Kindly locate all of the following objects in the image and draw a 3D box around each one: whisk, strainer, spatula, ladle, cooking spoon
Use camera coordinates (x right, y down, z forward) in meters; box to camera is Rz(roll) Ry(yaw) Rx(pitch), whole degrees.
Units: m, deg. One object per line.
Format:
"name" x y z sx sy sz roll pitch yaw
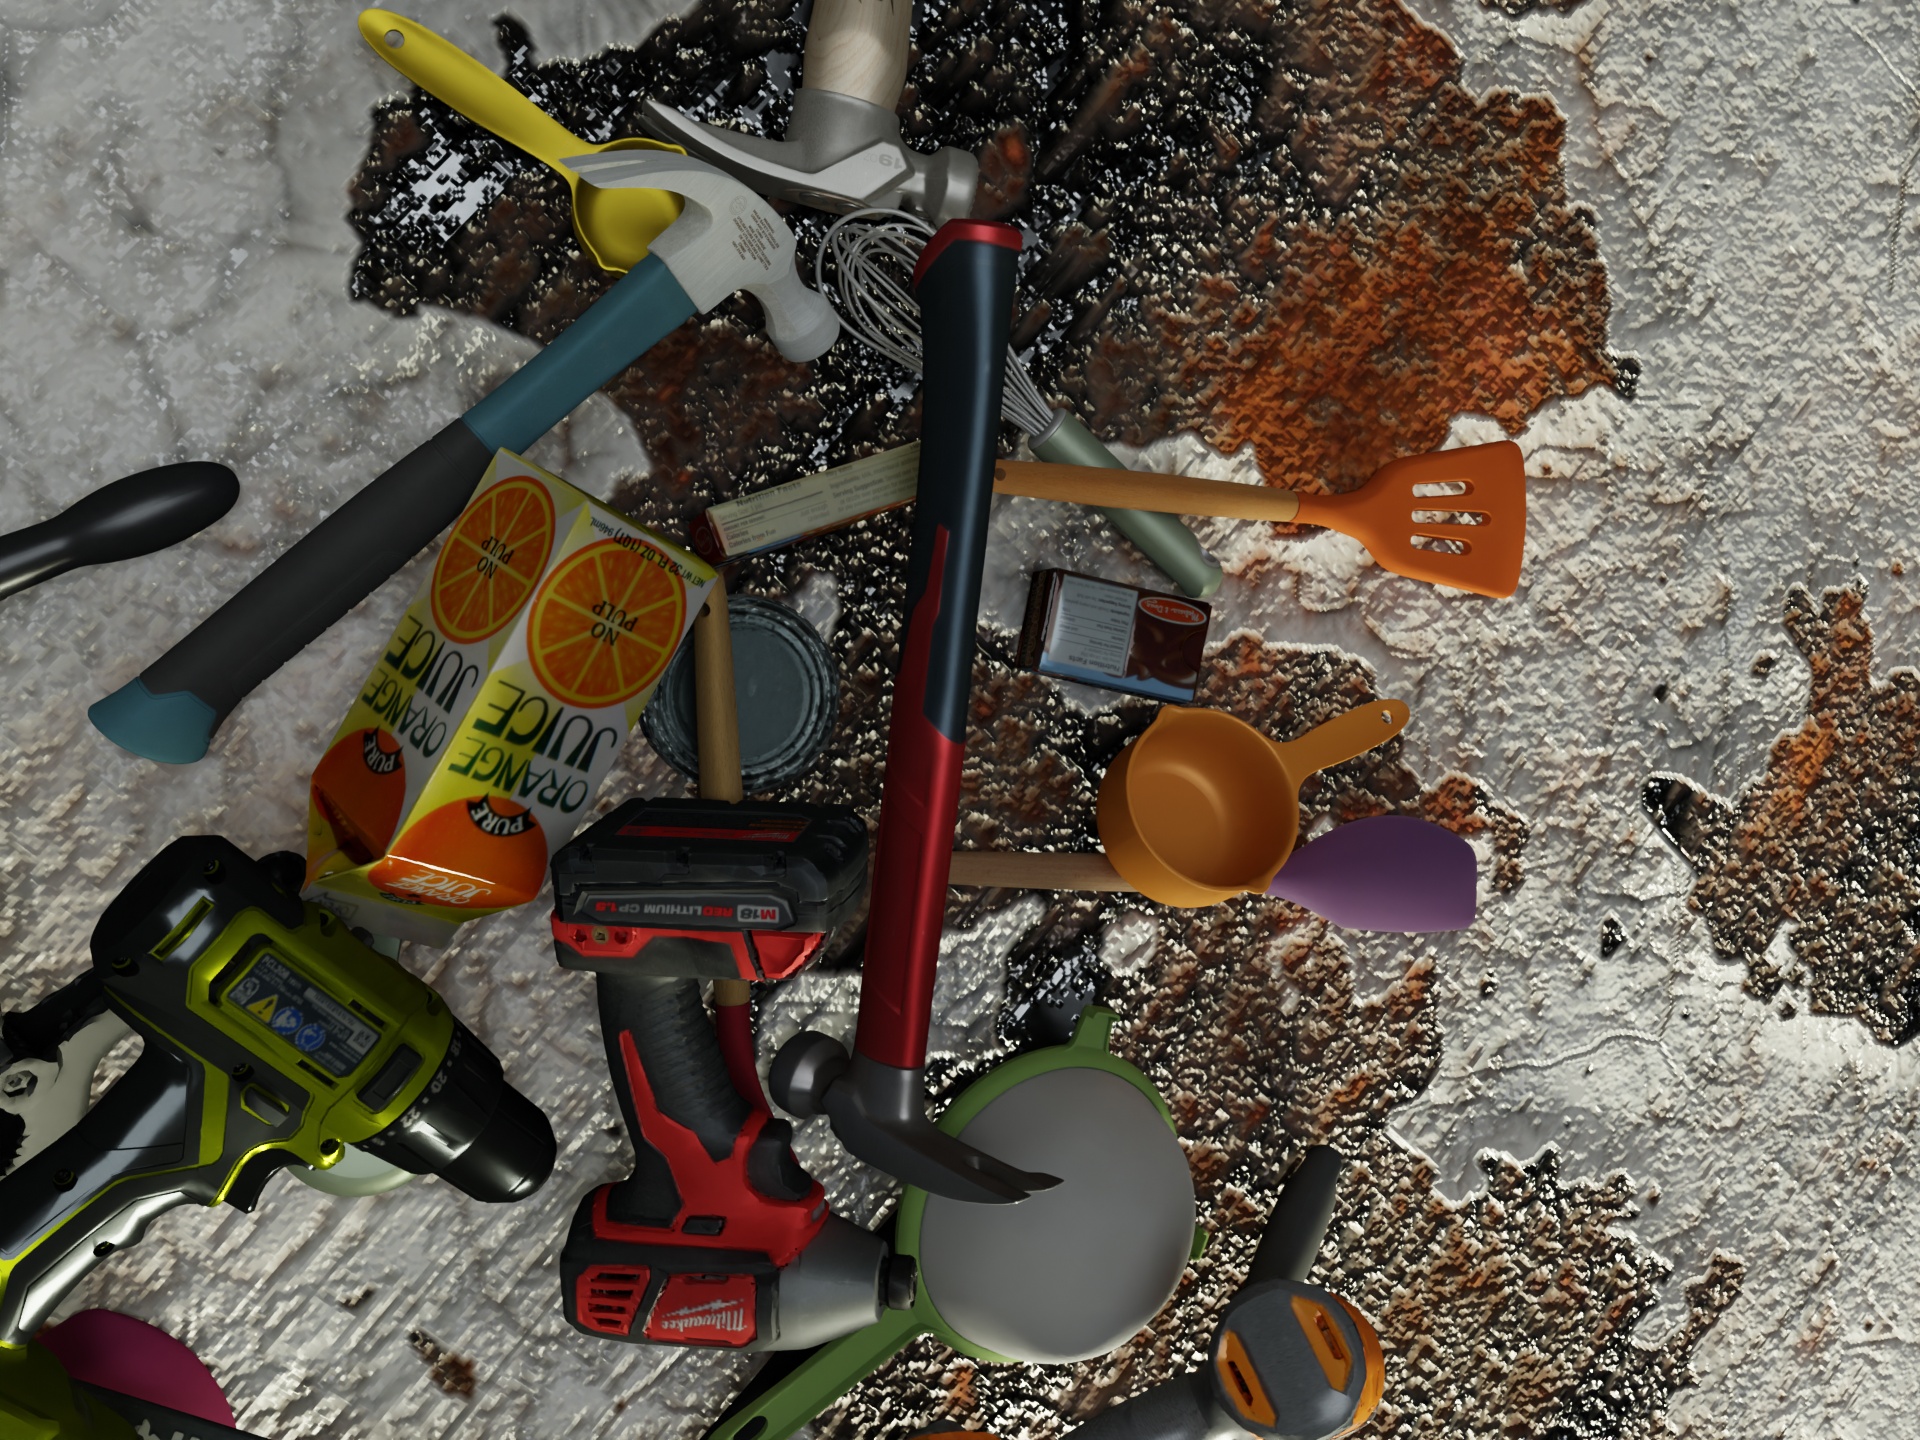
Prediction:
"whisk" 0.136 0.321 0.781 0.055 0.055 0.239 29 79 -18
"strainer" 0.010 0.251 0.683 0.256 0.069 0.151 -31 113 -22
"spatula" 0.121 0.073 0.776 0.315 0.018 0.060 3 86 -20
"ladle" -0.099 0.094 0.672 0.069 0.031 0.315 2 102 16
"spatula" 0.142 -0.103 0.743 0.322 0.041 0.081 0 93 -32
"whisk" 0.033 -0.138 0.726 0.246 0.058 0.059 41 115 -19
"cooking spoon" -0.276 0.373 0.657 0.069 0.017 0.318 -35 102 -14
"whisk" -0.404 -0.035 0.578 0.284 0.070 0.070 -27 101 -21

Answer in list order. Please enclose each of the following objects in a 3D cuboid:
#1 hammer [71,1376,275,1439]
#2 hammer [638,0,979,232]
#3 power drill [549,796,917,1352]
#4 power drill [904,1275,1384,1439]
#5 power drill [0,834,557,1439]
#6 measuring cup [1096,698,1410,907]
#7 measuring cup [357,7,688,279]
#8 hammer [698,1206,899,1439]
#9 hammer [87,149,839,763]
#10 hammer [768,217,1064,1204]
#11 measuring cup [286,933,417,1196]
"hammer" -0.215 0.311 0.633 0.408 0.036 0.149 23 76 -11
"hammer" -0.034 -0.428 0.690 0.146 0.038 0.410 10 89 -17
"power drill" -0.088 0.147 0.630 0.143 0.078 0.219 2 103 8
"power drill" 0.079 0.317 0.693 0.226 0.164 0.084 -30 62 7
"power drill" -0.272 0.180 0.566 0.228 0.080 0.190 -51 122 -18
"measuring cup" 0.141 0.030 0.761 0.173 0.052 0.095 -22 79 -28
"measuring cup" -0.176 -0.238 0.657 0.156 0.029 0.062 32 83 -15
"hammer" -0.084 0.298 0.709 0.335 0.035 0.146 -47 106 -11
"hammer" -0.200 -0.100 0.633 0.331 0.033 0.128 -42 139 -7
"hammer" -0.001 -0.002 0.643 0.038 0.143 0.386 -3 103 -49
"measuring cup" -0.238 0.111 0.645 0.083 0.038 0.167 5 93 -19
